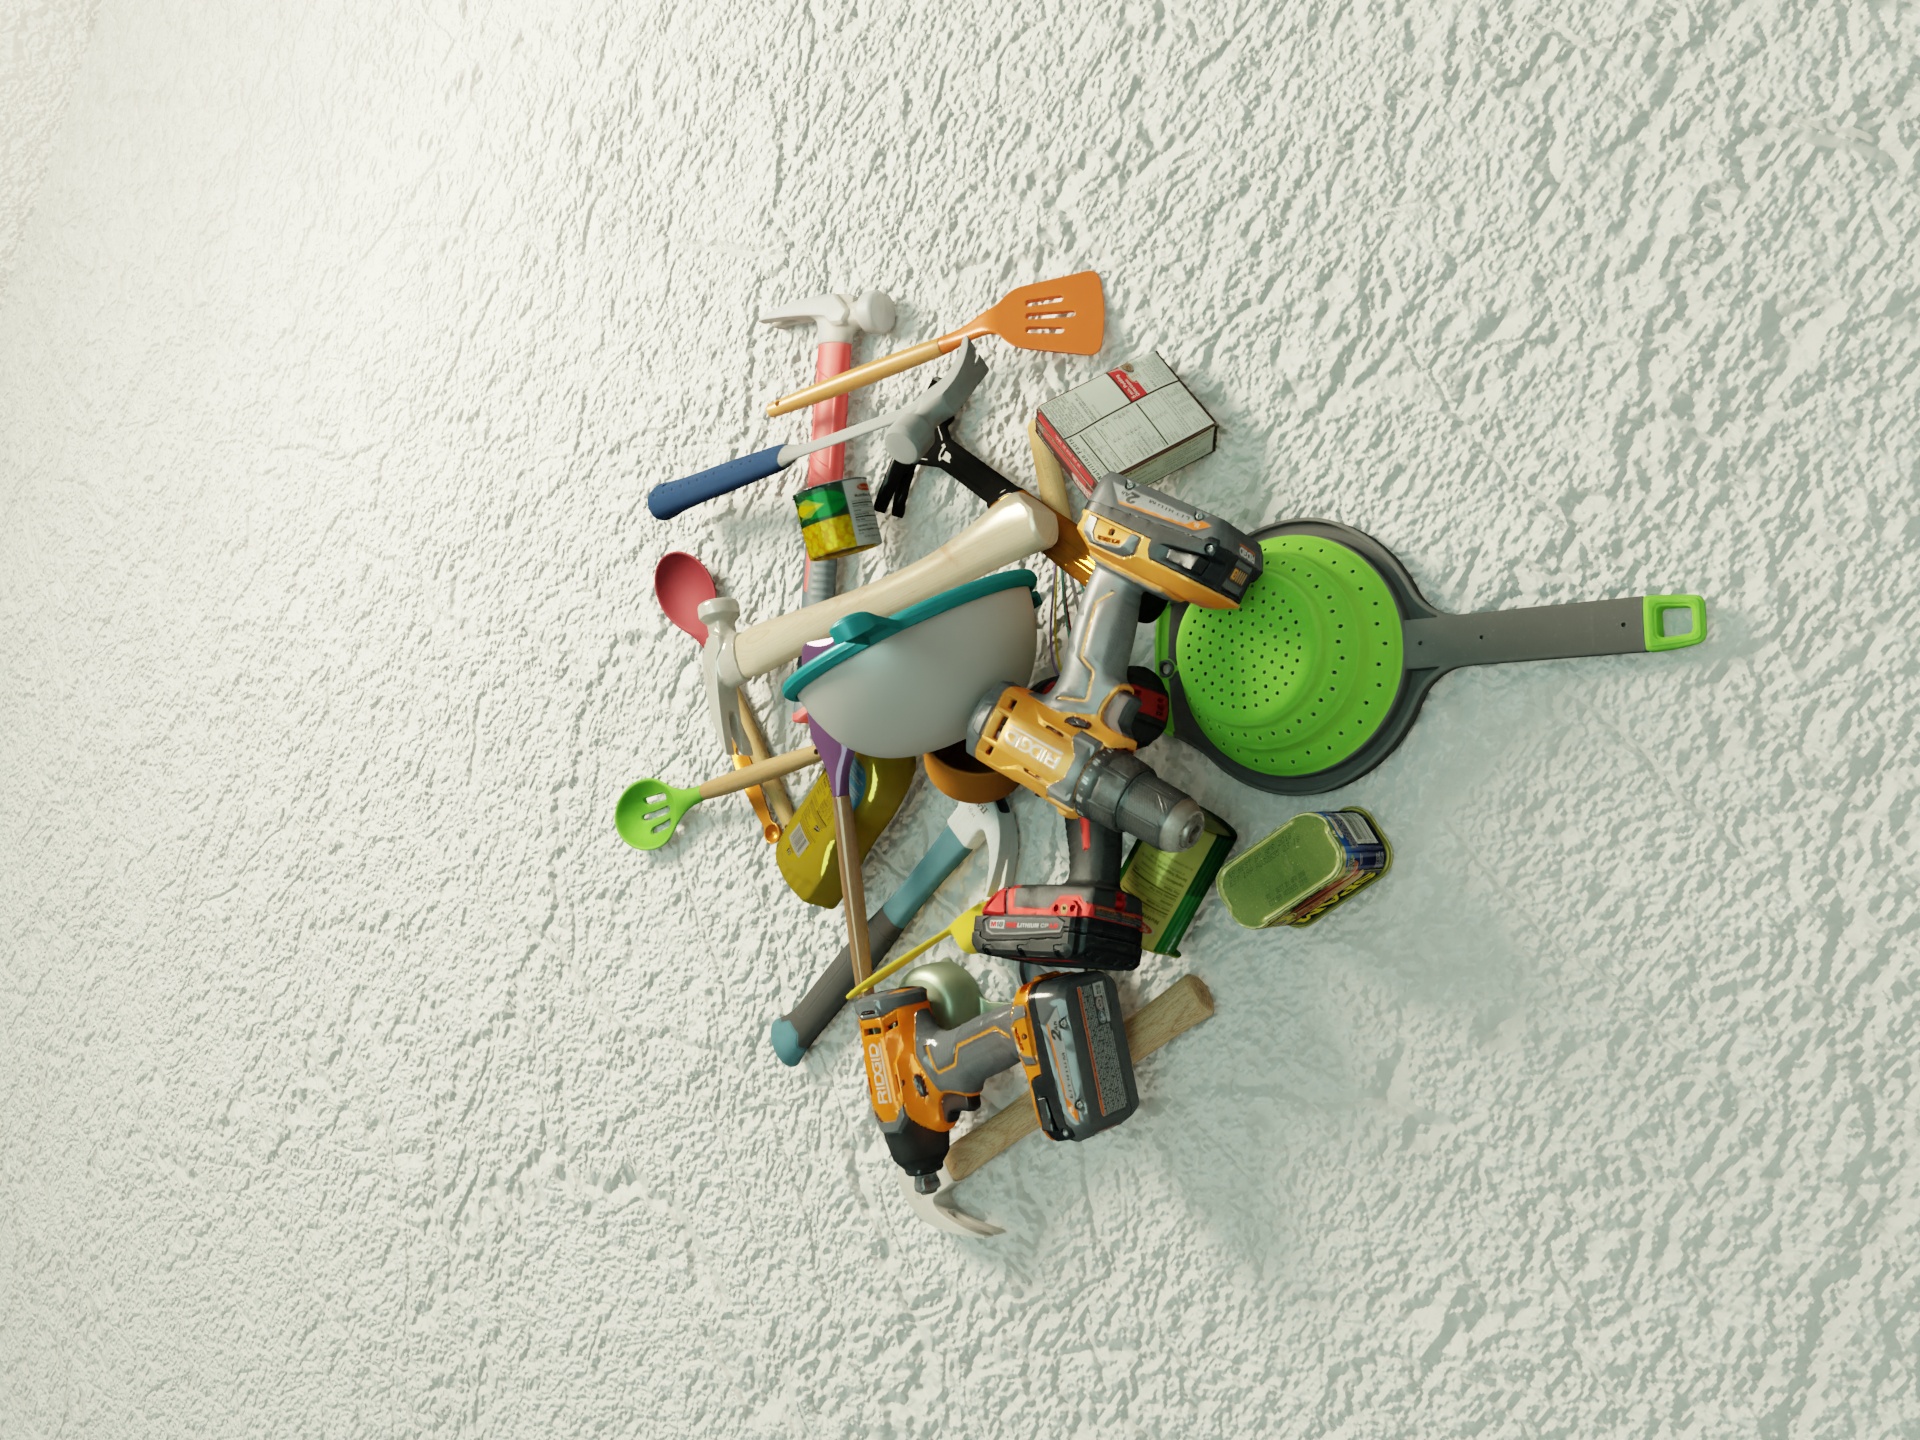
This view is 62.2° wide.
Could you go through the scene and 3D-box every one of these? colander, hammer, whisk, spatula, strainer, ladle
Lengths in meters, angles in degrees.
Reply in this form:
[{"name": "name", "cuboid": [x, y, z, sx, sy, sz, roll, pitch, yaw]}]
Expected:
[{"name": "colander", "cuboid": [0.288, -0.054, 1.087, 0.397, 0.094, 0.204, -4, 84, 36]}, {"name": "hammer", "cuboid": [-0.079, -0.086, 1.331, 0.410, 0.038, 0.146, -20, 76, 41]}, {"name": "hammer", "cuboid": [0.047, -0.159, 1.269, 0.337, 0.034, 0.127, 42, 112, 43]}, {"name": "whisk", "cuboid": [0.089, -0.133, 1.274, 0.047, 0.051, 0.245, -30, 64, 46]}, {"name": "spatula", "cuboid": [-0.094, 0.088, 1.325, 0.060, 0.018, 0.316, -7, 89, 33]}, {"name": "strainer", "cuboid": [-0.030, -0.027, 1.136, 0.211, 0.340, 0.095, -26, 87, 7]}, {"name": "spatula", "cuboid": [-0.030, -0.305, 1.347, 0.322, 0.041, 0.081, -13, 65, 30]}, {"name": "hammer", "cuboid": [0.071, 0.302, 1.262, 0.331, 0.031, 0.130, -41, 64, 27]}, {"name": "hammer", "cuboid": [-0.139, -0.233, 1.372, 0.405, 0.144, 0.035, -9, 126, 46]}, {"name": "hammer", "cuboid": [-0.135, -0.190, 1.444, 0.143, 0.038, 0.386, 3, 89, 38]}, {"name": "ladle", "cuboid": [-0.213, -0.024, 1.497, 0.069, 0.031, 0.316, -37, 68, 29]}, {"name": "hammer", "cuboid": [-0.065, 0.177, 1.371, 0.331, 0.033, 0.128, -51, 59, 22]}]

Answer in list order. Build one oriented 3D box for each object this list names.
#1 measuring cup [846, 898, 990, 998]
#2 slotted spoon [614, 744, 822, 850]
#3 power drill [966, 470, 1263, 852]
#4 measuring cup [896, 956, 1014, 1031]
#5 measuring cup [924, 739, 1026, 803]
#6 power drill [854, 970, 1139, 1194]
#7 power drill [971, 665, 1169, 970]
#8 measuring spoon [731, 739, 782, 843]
[{"name": "measuring cup", "cuboid": [-0.020, 0.193, 1.290, 0.156, 0.062, 0.029, -32, 71, -2]}, {"name": "slotted spoon", "cuboid": [-0.220, 0.062, 1.472, 0.314, 0.031, 0.070, -19, 80, 42]}, {"name": "power drill", "cuboid": [0.122, -0.035, 1.084, 0.185, 0.084, 0.226, 31, 97, 34]}, {"name": "measuring cup", "cuboid": [0.013, 0.240, 1.304, 0.168, 0.038, 0.083, -1, 86, 38]}, {"name": "measuring cup", "cuboid": [-0.002, -0.004, 1.316, 0.052, 0.095, 0.174, 91, 158, -48]}, {"name": "power drill", "cuboid": [0.021, 0.281, 1.232, 0.226, 0.084, 0.164, -16, 82, 37]}, {"name": "power drill", "cuboid": [0.079, 0.070, 1.183, 0.143, 0.078, 0.220, -6, 72, 47]}, {"name": "measuring spoon", "cuboid": [-0.190, 0.065, 1.486, 0.021, 0.011, 0.117, -41, 61, 28]}]
